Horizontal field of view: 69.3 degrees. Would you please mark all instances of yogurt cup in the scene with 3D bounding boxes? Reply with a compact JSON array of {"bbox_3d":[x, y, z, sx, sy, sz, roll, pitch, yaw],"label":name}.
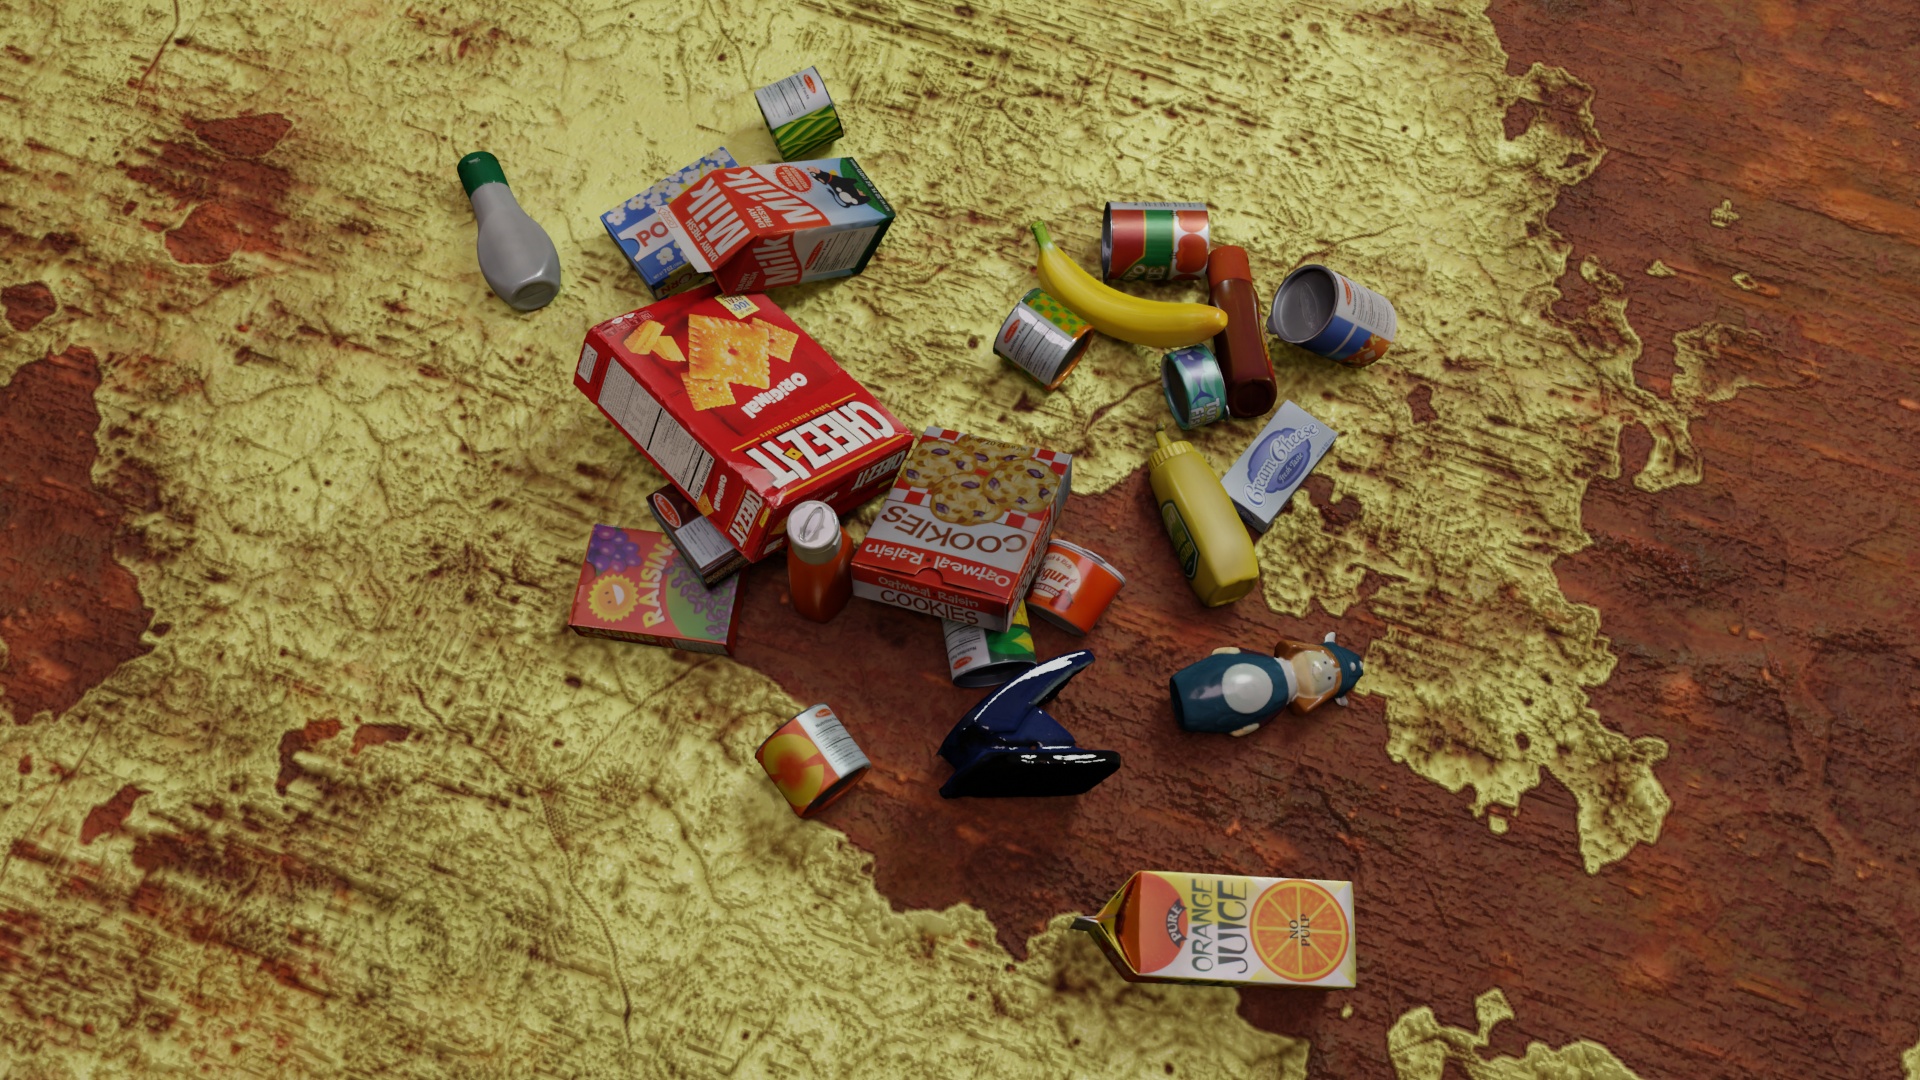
[{"bbox_3d":[0.086,0.039,1.077,0.072,0.072,0.054,28,80,9],"label":"yogurt cup"}]

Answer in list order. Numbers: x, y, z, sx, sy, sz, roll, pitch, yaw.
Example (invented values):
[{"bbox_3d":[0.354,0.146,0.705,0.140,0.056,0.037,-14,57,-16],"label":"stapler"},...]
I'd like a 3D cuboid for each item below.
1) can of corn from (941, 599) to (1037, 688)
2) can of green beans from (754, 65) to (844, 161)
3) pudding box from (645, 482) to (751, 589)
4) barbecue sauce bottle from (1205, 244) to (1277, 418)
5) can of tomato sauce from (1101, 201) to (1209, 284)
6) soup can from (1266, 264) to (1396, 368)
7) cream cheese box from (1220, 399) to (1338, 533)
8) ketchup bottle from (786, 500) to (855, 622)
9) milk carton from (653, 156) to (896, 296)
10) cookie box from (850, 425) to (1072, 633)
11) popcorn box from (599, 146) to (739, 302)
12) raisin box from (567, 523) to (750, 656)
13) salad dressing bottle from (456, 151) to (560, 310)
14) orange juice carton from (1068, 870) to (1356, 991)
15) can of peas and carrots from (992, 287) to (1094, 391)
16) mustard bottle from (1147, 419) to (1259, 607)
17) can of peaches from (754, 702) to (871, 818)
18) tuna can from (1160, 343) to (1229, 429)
[{"bbox_3d":[0.023,0.076,1.061,0.071,0.071,0.058,-10,70,-4],"label":"can of corn"},{"bbox_3d":[-0.142,-0.375,1.221,0.058,0.071,0.071,-25,72,-3],"label":"can of green beans"},{"bbox_3d":[-0.198,-0.010,1.066,0.050,0.030,0.084,-33,68,-17],"label":"pudding box"},{"bbox_3d":[0.232,-0.179,1.161,0.044,0.064,0.149,-7,61,7],"label":"barbecue sauce bottle"},{"bbox_3d":[0.165,-0.253,1.185,0.083,0.071,0.071,0,70,-1],"label":"can of tomato sauce"},{"bbox_3d":[0.305,-0.182,1.143,0.084,0.071,0.071,14,64,-39],"label":"soup can"},{"bbox_3d":[0.257,-0.061,1.136,0.053,0.024,0.104,37,73,13],"label":"cream cheese box"},{"bbox_3d":[-0.105,0.013,1.037,0.043,0.148,0.065,23,72,6],"label":"ketchup bottle"},{"bbox_3d":[-0.153,-0.255,1.129,0.191,0.073,0.072,-21,69,-43],"label":"milk carton"},{"bbox_3d":[0.004,-0.013,1.062,0.123,0.040,0.168,13,46,15],"label":"cookie box"},{"bbox_3d":[-0.232,-0.273,1.200,0.127,0.038,0.085,-34,75,-13],"label":"popcorn box"},{"bbox_3d":[-0.233,0.039,1.084,0.123,0.040,0.086,7,70,2],"label":"raisin box"},{"bbox_3d":[-0.391,-0.268,1.193,0.064,0.044,0.148,-25,71,-8],"label":"salad dressing bottle"},{"bbox_3d":[0.175,0.277,0.985,0.193,0.071,0.073,3,69,0],"label":"orange juice carton"},{"bbox_3d":[0.070,-0.167,1.152,0.059,0.070,0.071,37,74,11],"label":"can of peas and carrots"},{"bbox_3d":[0.185,-0.027,1.104,0.049,0.065,0.161,-16,65,-12],"label":"mustard bottle"},{"bbox_3d":[-0.110,0.164,1.027,0.071,0.071,0.058,-36,75,-13],"label":"can of peaches"},{"bbox_3d":[0.191,-0.123,1.136,0.033,0.071,0.071,-17,71,-6],"label":"tuna can"}]
